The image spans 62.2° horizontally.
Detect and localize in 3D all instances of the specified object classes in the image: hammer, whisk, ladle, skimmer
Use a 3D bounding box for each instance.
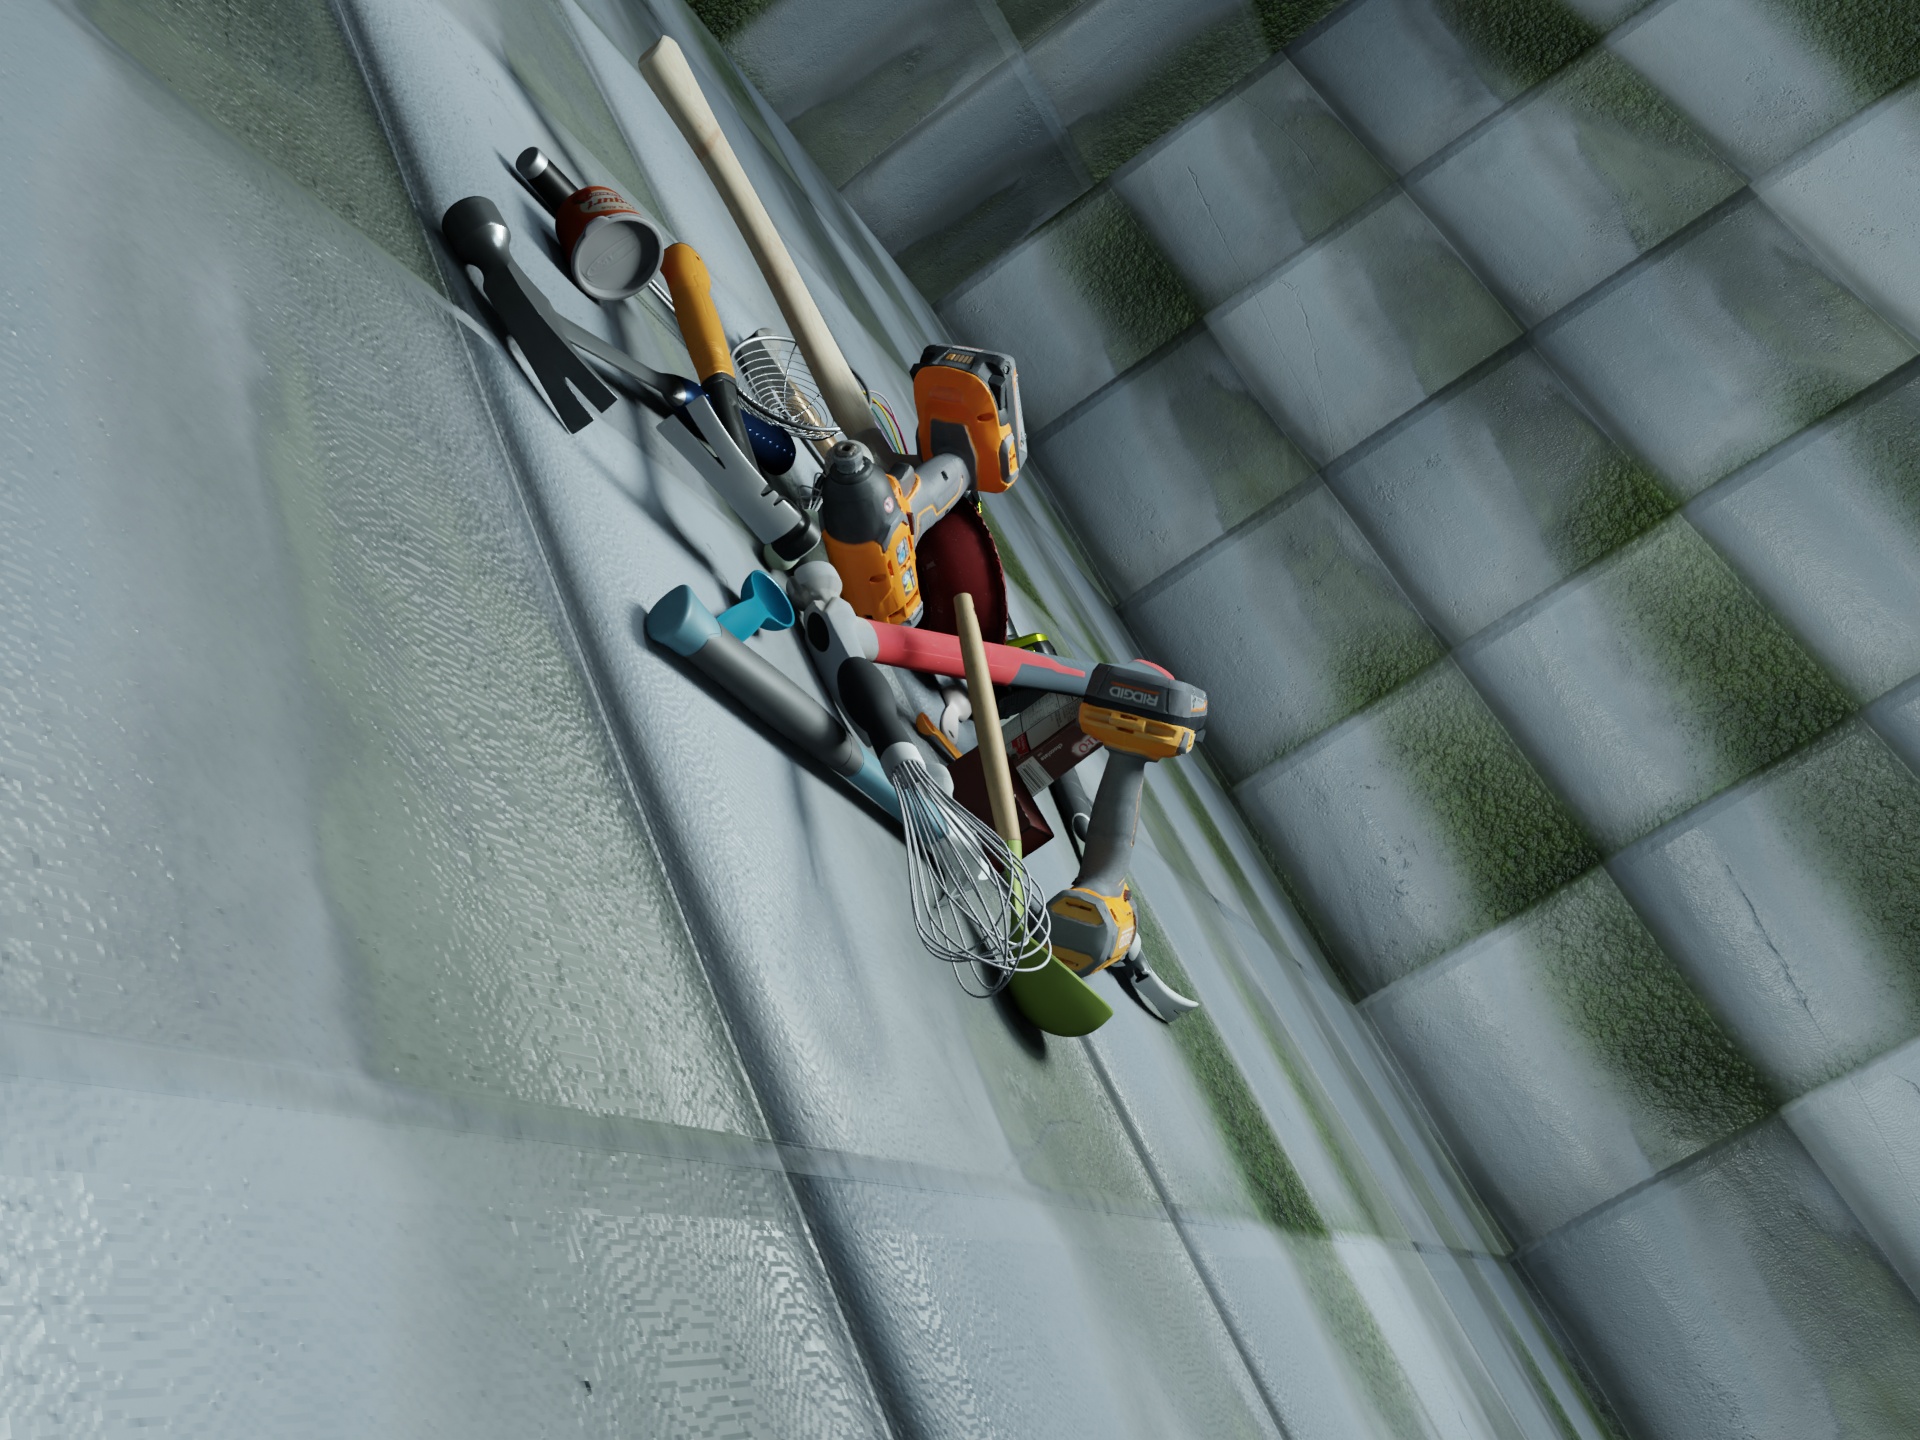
[{"bbox_3d":[-0.172,-0.243,1.071,0.127,0.034,0.337,47,14,-42],"label":"hammer"},{"bbox_3d":[0.126,0.117,1.500,0.149,0.036,0.409,50,13,-34],"label":"hammer"},{"bbox_3d":[-0.149,-0.376,1.311,0.411,0.038,0.146,62,26,3],"label":"hammer"},{"bbox_3d":[0.044,-0.029,1.204,0.386,0.038,0.143,8,45,-45],"label":"hammer"},{"bbox_3d":[-0.050,-0.236,1.575,0.244,0.047,0.051,53,28,-39],"label":"whisk"},{"bbox_3d":[0.040,0.055,1.062,0.078,0.062,0.320,64,14,-67],"label":"ladle"},{"bbox_3d":[-0.075,0.015,0.945,0.330,0.033,0.128,43,16,-49],"label":"hammer"},{"bbox_3d":[-0.101,-0.225,1.510,0.331,0.031,0.130,53,11,-17],"label":"hammer"},{"bbox_3d":[-0.200,-0.341,1.264,0.362,0.090,0.127,42,21,-52],"label":"skimmer"},{"bbox_3d":[-0.022,0.044,0.860,0.070,0.070,0.285,47,7,-38],"label":"whisk"},{"bbox_3d":[-0.198,-0.222,1.080,0.144,0.035,0.405,58,11,11],"label":"hammer"},{"bbox_3d":[-0.115,-0.151,1.220,0.058,0.059,0.246,19,19,0],"label":"whisk"}]

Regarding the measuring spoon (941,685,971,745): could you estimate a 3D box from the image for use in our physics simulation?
[{"bbox_3d":[-0.002,-0.004,1.338,0.034,0.018,0.124,54,12,-12],"label":"measuring spoon"}]

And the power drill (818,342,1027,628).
[{"bbox_3d":[-0.033,-0.191,1.214,0.227,0.084,0.164,-58,151,-35],"label":"power drill"}]

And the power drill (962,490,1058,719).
[{"bbox_3d":[0.017,-0.121,1.436,0.171,0.080,0.223,84,-15,-78],"label":"power drill"}]

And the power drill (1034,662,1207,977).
[{"bbox_3d":[0.124,0.078,1.211,0.084,0.226,0.185,14,1,17],"label":"power drill"}]

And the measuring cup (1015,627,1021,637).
[{"bbox_3d":[0.020,-0.103,1.667,0.167,0.038,0.083,45,16,-38],"label":"measuring cup"}]

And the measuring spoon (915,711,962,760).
[{"bbox_3d":[-0.006,0.030,1.256,0.116,0.011,0.021,50,13,-45],"label":"measuring spoon"}]

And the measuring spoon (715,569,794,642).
[{"bbox_3d":[-0.134,-0.059,0.960,0.042,0.021,0.129,56,20,-8],"label":"measuring spoon"}]
